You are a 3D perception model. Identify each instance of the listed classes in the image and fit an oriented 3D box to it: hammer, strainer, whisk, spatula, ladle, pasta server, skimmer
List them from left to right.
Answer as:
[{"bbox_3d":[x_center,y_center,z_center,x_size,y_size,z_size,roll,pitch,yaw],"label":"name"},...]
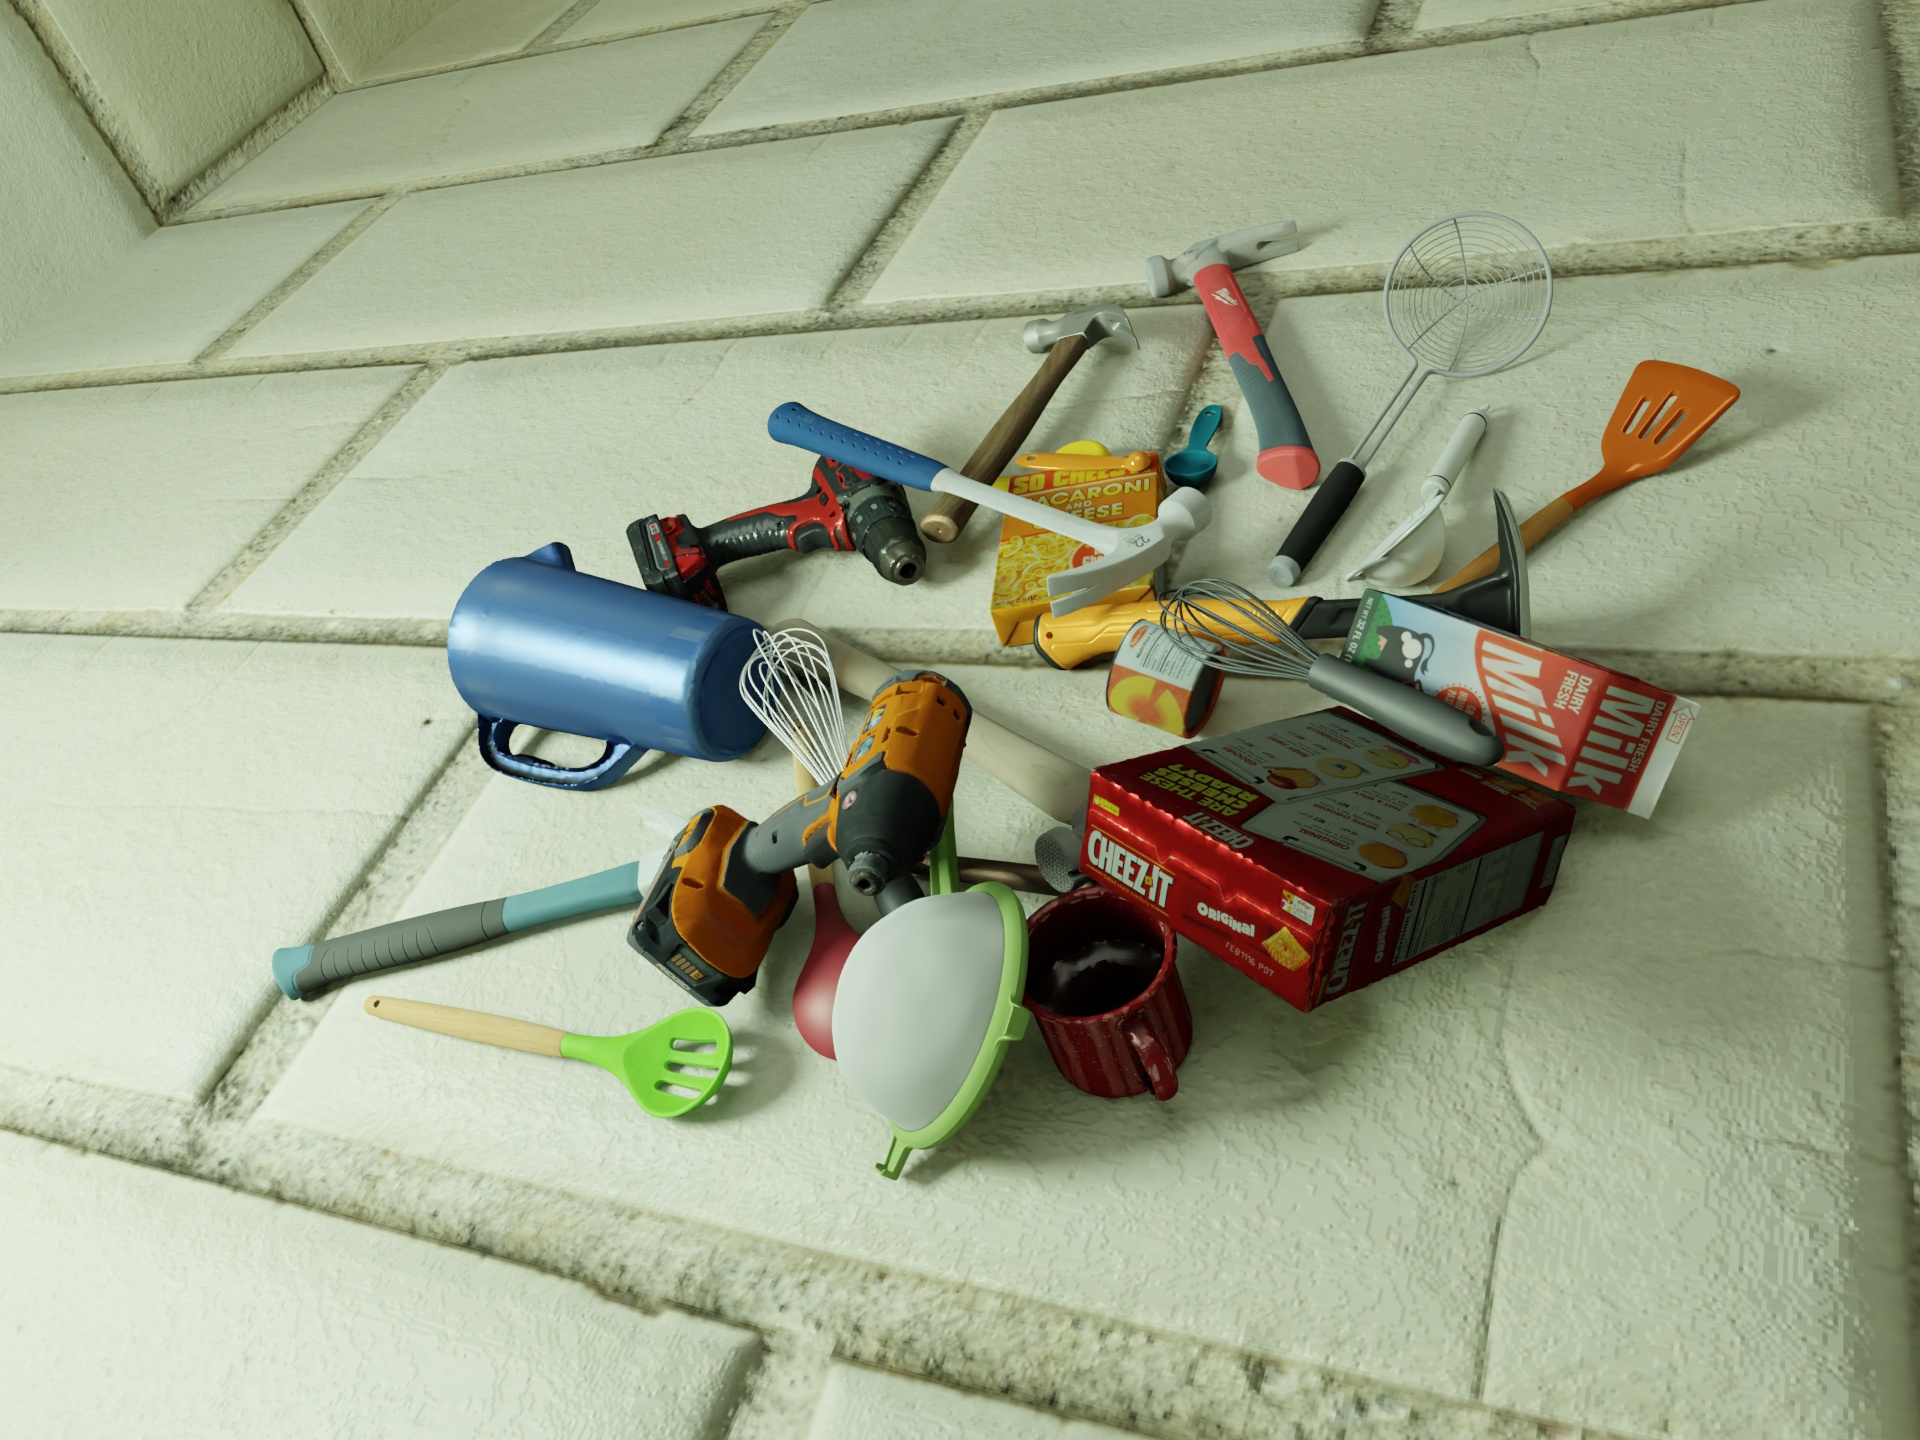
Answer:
[{"bbox_3d":[-0.325,0.139,1.101,0.331,0.033,0.128,-15,41,8],"label":"hammer"},{"bbox_3d":[-0.091,0.095,1.052,0.069,0.031,0.316,-22,38,4],"label":"ladle"},{"bbox_3d":[-0.082,0.039,1.059,0.070,0.070,0.285,-26,54,-6],"label":"whisk"},{"bbox_3d":[-0.030,0.116,0.904,0.151,0.069,0.257,-54,24,33],"label":"strainer"},{"bbox_3d":[-0.011,-0.181,1.226,0.406,0.035,0.144,26,52,38],"label":"hammer"},{"bbox_3d":[-0.002,-0.004,1.102,0.146,0.038,0.411,-25,34,-29],"label":"hammer"},{"bbox_3d":[0.055,-0.260,1.350,0.130,0.031,0.331,-4,40,38],"label":"hammer"},{"bbox_3d":[0.100,0.107,0.954,0.316,0.040,0.060,4,46,33],"label":"pasta server"},{"bbox_3d":[0.203,-0.074,1.062,0.337,0.127,0.034,-2,2,29],"label":"hammer"},{"bbox_3d":[0.258,-0.317,1.346,0.143,0.038,0.387,-14,40,6],"label":"hammer"},{"bbox_3d":[0.211,-0.029,0.933,0.055,0.055,0.239,-41,49,-22],"label":"whisk"},{"bbox_3d":[0.329,-0.243,1.191,0.127,0.090,0.363,33,61,9],"label":"skimmer"},{"bbox_3d":[0.338,-0.160,1.133,0.258,0.050,0.087,-52,4,-38],"label":"strainer"},{"bbox_3d":[0.396,-0.141,1.087,0.322,0.041,0.081,-36,43,-15],"label":"spatula"}]

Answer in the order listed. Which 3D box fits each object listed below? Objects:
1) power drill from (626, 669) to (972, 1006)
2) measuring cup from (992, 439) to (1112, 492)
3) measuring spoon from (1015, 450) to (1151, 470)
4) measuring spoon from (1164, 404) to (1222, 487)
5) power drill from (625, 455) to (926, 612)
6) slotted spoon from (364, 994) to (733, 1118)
[{"bbox_3d":[-0.094,0.079,0.936,0.226,0.084,0.164,-35,22,30],"label":"power drill"},{"bbox_3d":[0.053,-0.206,1.319,0.156,0.029,0.062,1,45,24],"label":"measuring cup"},{"bbox_3d":[0.094,-0.206,1.250,0.117,0.011,0.021,7,47,30],"label":"measuring spoon"},{"bbox_3d":[0.195,-0.220,1.288,0.042,0.021,0.129,3,36,19],"label":"measuring spoon"},{"bbox_3d":[-0.144,-0.137,1.298,0.226,0.080,0.188,-23,40,-6],"label":"power drill"},{"bbox_3d":[-0.267,0.201,1.011,0.314,0.031,0.070,3,60,30],"label":"slotted spoon"}]
